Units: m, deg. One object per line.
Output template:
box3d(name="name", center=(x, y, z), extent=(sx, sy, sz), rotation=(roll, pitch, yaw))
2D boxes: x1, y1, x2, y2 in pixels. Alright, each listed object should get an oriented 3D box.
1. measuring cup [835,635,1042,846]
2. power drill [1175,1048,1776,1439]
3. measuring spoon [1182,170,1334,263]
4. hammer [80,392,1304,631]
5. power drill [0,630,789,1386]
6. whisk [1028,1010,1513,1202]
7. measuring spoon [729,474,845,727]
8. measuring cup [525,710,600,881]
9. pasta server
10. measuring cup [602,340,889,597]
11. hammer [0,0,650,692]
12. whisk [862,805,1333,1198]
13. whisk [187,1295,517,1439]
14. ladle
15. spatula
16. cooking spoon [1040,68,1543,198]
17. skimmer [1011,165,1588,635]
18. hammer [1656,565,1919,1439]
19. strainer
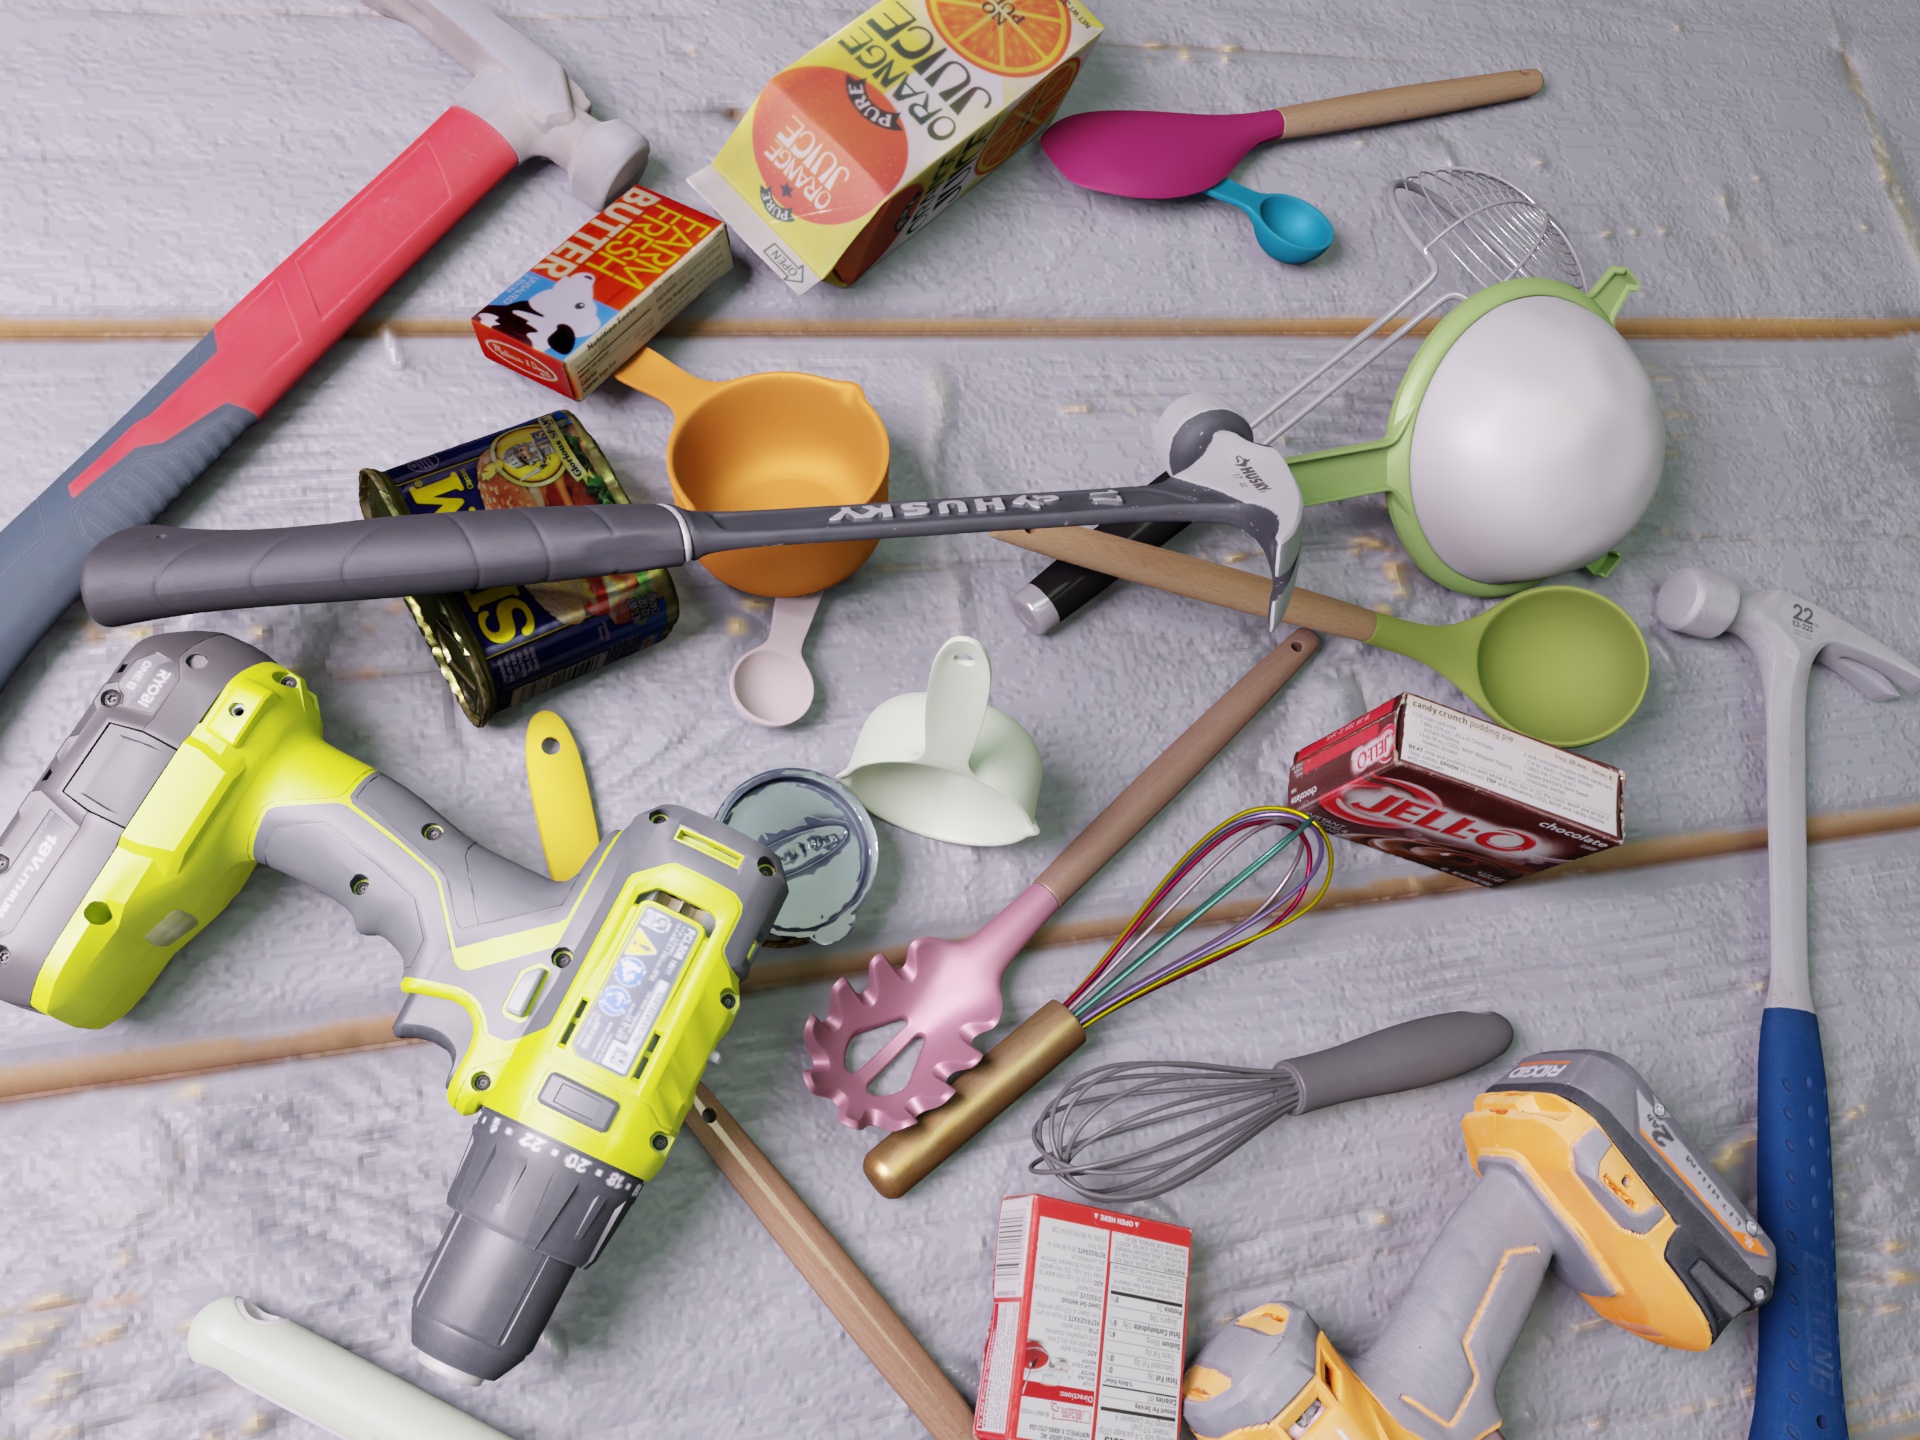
box3d(name="measuring cup", center=(-0.001, -0.002, 0.589), extent=(0.083, 0.167, 0.038), rotation=(15, 63, 2))
box3d(name="power drill", center=(0.219, 0.264, 0.627), extent=(0.226, 0.084, 0.185), rotation=(-37, 88, -20))
box3d(name="measuring spoon", center=(0.123, -0.259, 0.792), extent=(0.128, 0.021, 0.042), rotation=(24, 50, 0))
box3d(name="hammer", center=(-0.080, -0.062, 0.544), extent=(0.409, 0.149, 0.036), rotation=(-5, 119, -7))
box3d(name="power drill", center=(-0.194, 0.088, 0.528), extent=(0.228, 0.080, 0.191), rotation=(26, 71, -1))
box3d(name="whisk", center=(0.134, 0.152, 0.653), extent=(0.239, 0.055, 0.055), rotation=(-8, 76, -25))
box3d(name="measuring spoon", center=(-0.069, -0.050, 0.665), extent=(0.034, 0.018, 0.124), rotation=(19, 62, -12))
box3d(name="measuring cup", center=(-0.138, 0.068, 0.593), extent=(0.062, 0.029, 0.156), rotation=(-12, 80, -21))
box3d(name="pasta server", center=(0.055, 0.053, 0.659), extent=(0.060, 0.040, 0.316), rotation=(44, 64, 10))
box3d(name="measuring cup", center=(-0.105, -0.114, 0.658), extent=(0.174, 0.052, 0.095), rotation=(33, 62, 21))
box3d(name="hammer", center=(-0.289, -0.140, 0.605), extent=(0.143, 0.038, 0.386), rotation=(36, 66, -4))
box3d(name="whisk", center=(0.062, 0.110, 0.642), extent=(0.245, 0.051, 0.047), rotation=(-36, 93, -21))
box3d(name="whisk", center=(-0.144, 0.257, 0.527), extent=(0.246, 0.058, 0.059), rotation=(30, 75, -3))
box3d(name="ladle", center=(0.164, -0.050, 0.699), extent=(0.320, 0.062, 0.078), rotation=(13, 76, -20))
box3d(name="spatula", center=(-0.002, 0.257, 0.588), extent=(0.060, 0.018, 0.316), rotation=(-39, 90, -29))
box3d(name="cooking spoon", center=(0.182, -0.310, 0.818), extent=(0.319, 0.017, 0.069), rotation=(-18, 61, -25))
box3d(name="skimmer", center=(0.163, -0.147, 0.761), extent=(0.363, 0.090, 0.127), rotation=(-39, 83, -14))
box3d(name="hammer", center=(0.396, 0.128, 0.749), extent=(0.144, 0.035, 0.406), rotation=(14, 70, -13))
box3d(name="strainer", center=(0.227, -0.114, 0.710), extent=(0.256, 0.069, 0.151), rotation=(-13, 112, -24))
